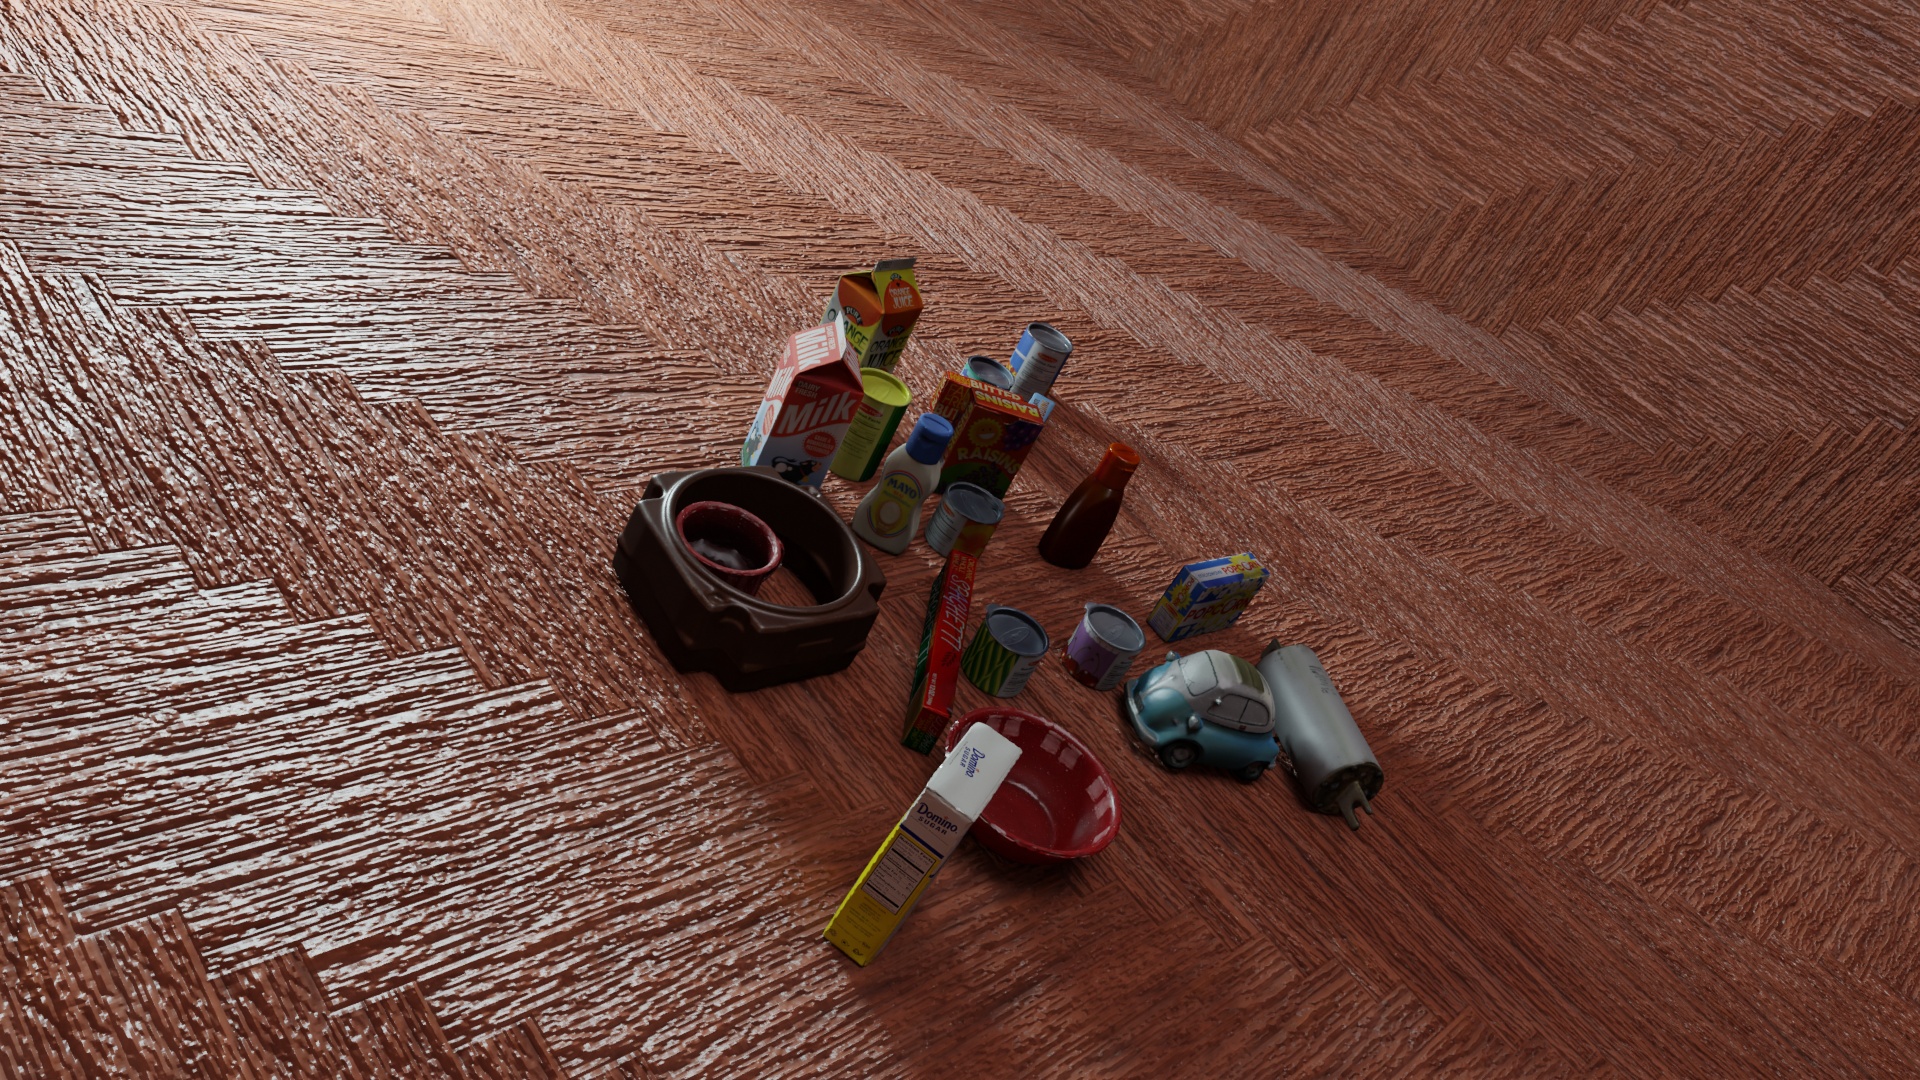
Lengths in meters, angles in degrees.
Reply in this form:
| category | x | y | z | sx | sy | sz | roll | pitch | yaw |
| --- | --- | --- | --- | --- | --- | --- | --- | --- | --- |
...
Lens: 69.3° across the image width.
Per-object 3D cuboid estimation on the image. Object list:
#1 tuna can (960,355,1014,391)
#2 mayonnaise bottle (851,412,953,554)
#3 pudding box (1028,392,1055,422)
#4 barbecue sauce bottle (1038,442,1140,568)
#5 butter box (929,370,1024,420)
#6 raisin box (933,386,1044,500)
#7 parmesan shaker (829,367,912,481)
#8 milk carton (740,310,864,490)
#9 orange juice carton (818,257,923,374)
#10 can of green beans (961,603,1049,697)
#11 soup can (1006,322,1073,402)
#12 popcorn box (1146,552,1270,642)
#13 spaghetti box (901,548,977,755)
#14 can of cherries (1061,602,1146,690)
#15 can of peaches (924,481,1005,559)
| category | x | y | z | sx | sy | sz | roll | pitch | yaw |
| --- | --- | --- | --- | --- | --- | --- | --- | --- | --- |
| tuna can | 0.034 | -0.200 | 1.751 | 0.071 | 0.032 | 0.071 | 20 | 33 | -14 |
| mayonnaise bottle | -0.053 | -0.058 | 1.372 | 0.065 | 0.147 | 0.041 | 29 | 31 | 0 |
| pudding box | 0.084 | -0.141 | 1.690 | 0.030 | 0.049 | 0.084 | 30 | 32 | 2 |
| barbecue sauce bottle | 0.143 | -0.037 | 1.496 | 0.065 | 0.147 | 0.044 | 7 | 38 | -32 |
| butter box | 0.020 | -0.163 | 1.669 | 0.103 | 0.053 | 0.024 | 18 | 33 | -18 |
| raisin box | 0.026 | -0.100 | 1.518 | 0.086 | 0.122 | 0.040 | 15 | 34 | -22 |
| parmesan shaker | -0.104 | -0.123 | 1.468 | 0.071 | 0.102 | 0.072 | 21 | 33 | -14 |
| milk carton | -0.149 | -0.130 | 1.359 | 0.073 | 0.189 | 0.073 | 14 | 34 | -23 |
| orange juice carton | -0.106 | -0.230 | 1.532 | 0.073 | 0.191 | 0.072 | 42 | 34 | 21 |
| can of green beans | 0.041 | 0.105 | 1.302 | 0.071 | 0.057 | 0.071 | 20 | 33 | -14 |
| soup can | 0.098 | -0.230 | 1.796 | 0.071 | 0.083 | 0.072 | 20 | 33 | -14 |
| popcorn box | 0.271 | 0.061 | 1.517 | 0.127 | 0.084 | 0.038 | -8 | 47 | -44 |
| spaghetti box | -0.017 | 0.095 | 1.277 | 0.029 | 0.050 | 0.251 | 24 | 32 | -9 |
| can of cherries | 0.140 | 0.104 | 1.379 | 0.071 | 0.058 | 0.072 | 20 | 33 | -14 |
| can of peaches | 0.005 | -0.018 | 1.447 | 0.071 | 0.057 | 0.071 | 20 | 33 | -14 |
